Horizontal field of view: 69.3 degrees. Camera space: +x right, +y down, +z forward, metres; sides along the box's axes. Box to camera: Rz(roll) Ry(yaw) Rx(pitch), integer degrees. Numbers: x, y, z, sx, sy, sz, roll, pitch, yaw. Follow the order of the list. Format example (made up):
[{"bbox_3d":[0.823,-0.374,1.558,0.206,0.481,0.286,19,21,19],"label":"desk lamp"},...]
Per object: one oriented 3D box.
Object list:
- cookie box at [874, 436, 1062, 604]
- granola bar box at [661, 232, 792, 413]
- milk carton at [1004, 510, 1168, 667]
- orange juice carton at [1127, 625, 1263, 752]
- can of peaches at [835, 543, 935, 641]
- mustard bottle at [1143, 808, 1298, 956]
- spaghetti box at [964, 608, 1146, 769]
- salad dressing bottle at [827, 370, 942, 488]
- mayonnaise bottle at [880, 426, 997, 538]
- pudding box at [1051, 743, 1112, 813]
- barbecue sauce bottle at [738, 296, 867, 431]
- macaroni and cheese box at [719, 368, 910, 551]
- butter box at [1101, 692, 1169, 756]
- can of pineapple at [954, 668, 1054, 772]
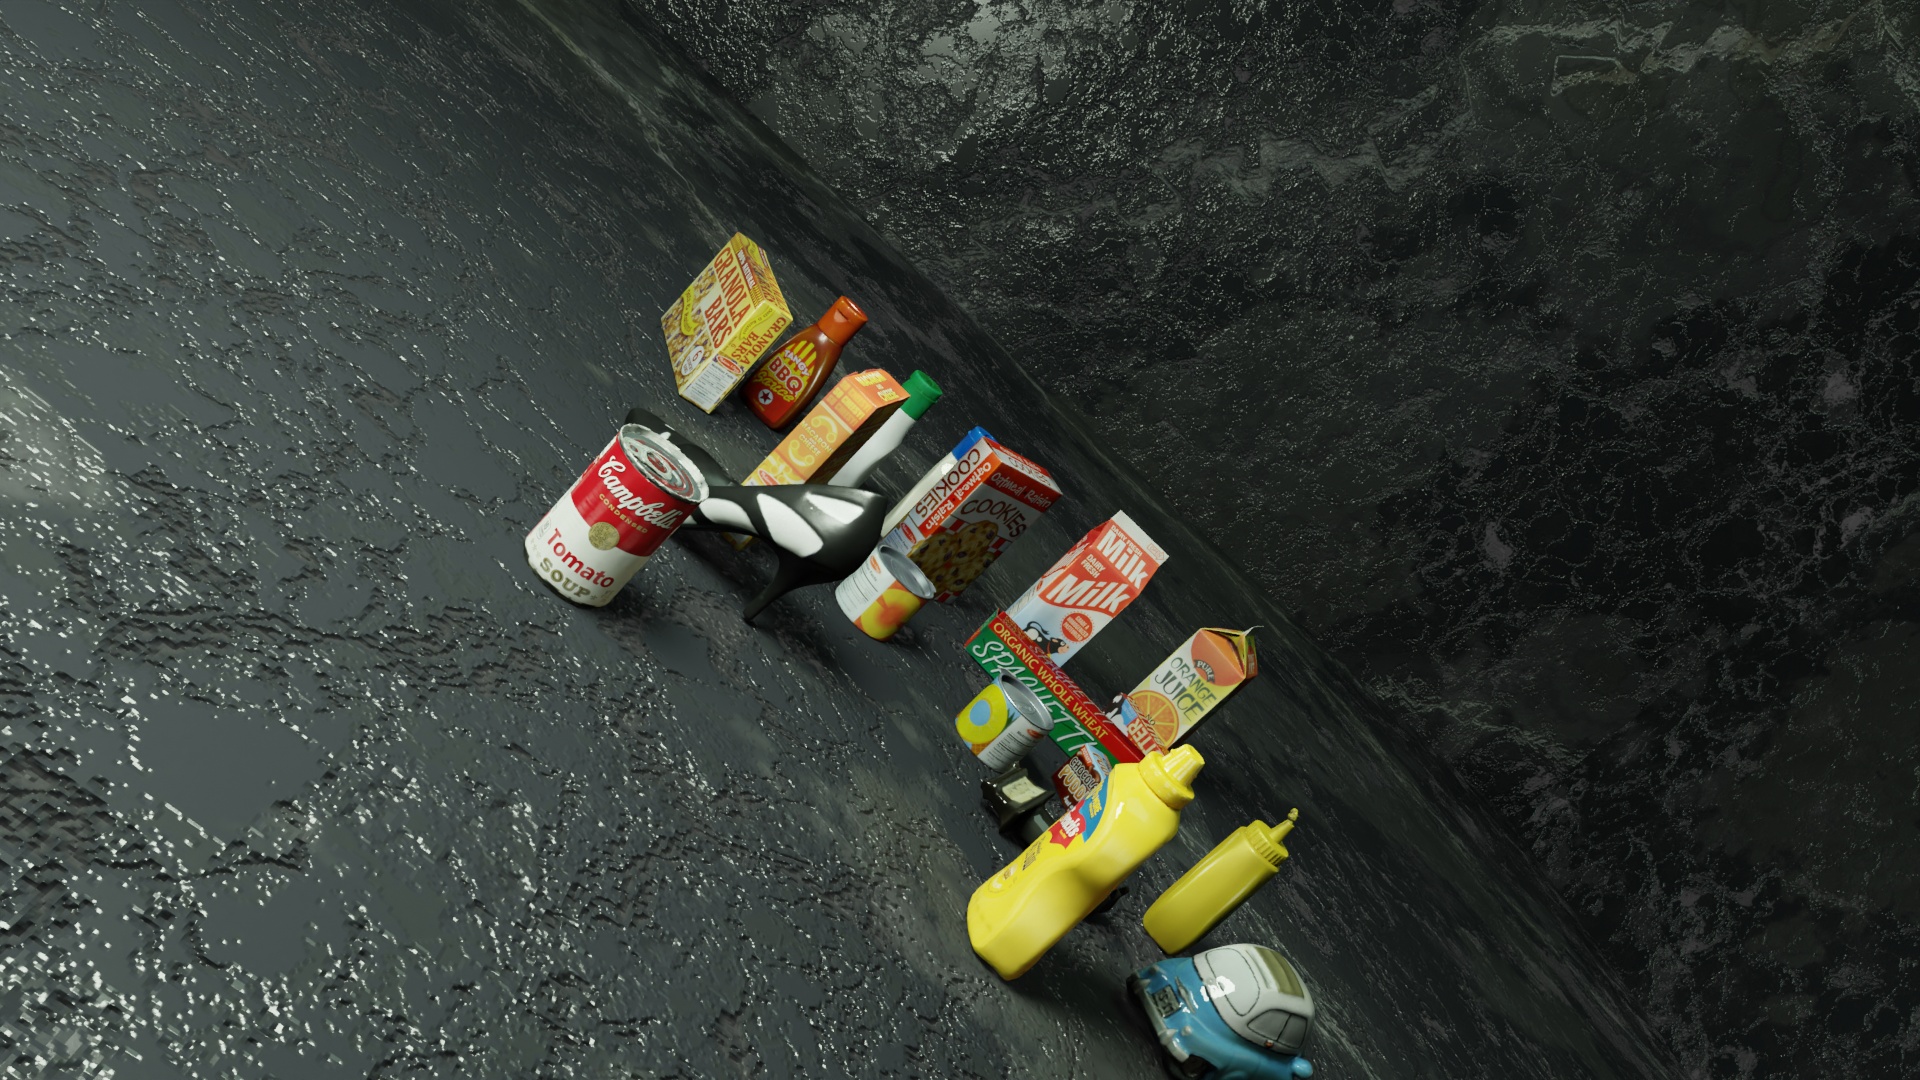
[{"bbox_3d":[0.005,-0.017,1.358,0.123,0.167,0.040,23,26,-56],"label":"cookie box"},{"bbox_3d":[-0.229,-0.213,1.346,0.039,0.124,0.166,35,17,-35],"label":"granola bar box"},{"bbox_3d":[0.121,0.057,1.425,0.072,0.190,0.073,44,14,-5],"label":"milk carton"},{"bbox_3d":[0.253,0.157,1.506,0.073,0.192,0.072,50,15,18],"label":"orange juice carton"},{"bbox_3d":[-0.065,0.047,1.211,0.071,0.058,0.071,41,15,-13],"label":"can of peaches"},{"bbox_3d":[0.223,0.279,1.155,0.049,0.160,0.065,49,14,14],"label":"mustard bottle"},{"bbox_3d":[0.106,0.172,1.349,0.250,0.050,0.029,46,14,3],"label":"spaghetti box"},{"bbox_3d":[-0.081,-0.110,1.419,0.044,0.147,0.064,43,14,-7],"label":"salad dressing bottle"},{"bbox_3d":[-0.021,-0.053,1.426,0.041,0.148,0.065,45,14,1],"label":"mayonnaise bottle"},{"bbox_3d":[0.117,0.226,1.231,0.030,0.049,0.084,37,17,-30],"label":"pudding box"},{"bbox_3d":[-0.156,-0.183,1.412,0.065,0.148,0.044,47,14,8],"label":"barbecue sauce bottle"},{"bbox_3d":[-0.124,-0.071,1.157,0.040,0.166,0.124,45,14,0],"label":"macaroni and cheese box"},{"bbox_3d":[0.178,0.212,1.429,0.024,0.053,0.104,29,21,-48],"label":"butter box"},{"bbox_3d":[0.037,0.155,1.192,0.071,0.057,0.071,41,15,-13],"label":"can of pineapple"}]
